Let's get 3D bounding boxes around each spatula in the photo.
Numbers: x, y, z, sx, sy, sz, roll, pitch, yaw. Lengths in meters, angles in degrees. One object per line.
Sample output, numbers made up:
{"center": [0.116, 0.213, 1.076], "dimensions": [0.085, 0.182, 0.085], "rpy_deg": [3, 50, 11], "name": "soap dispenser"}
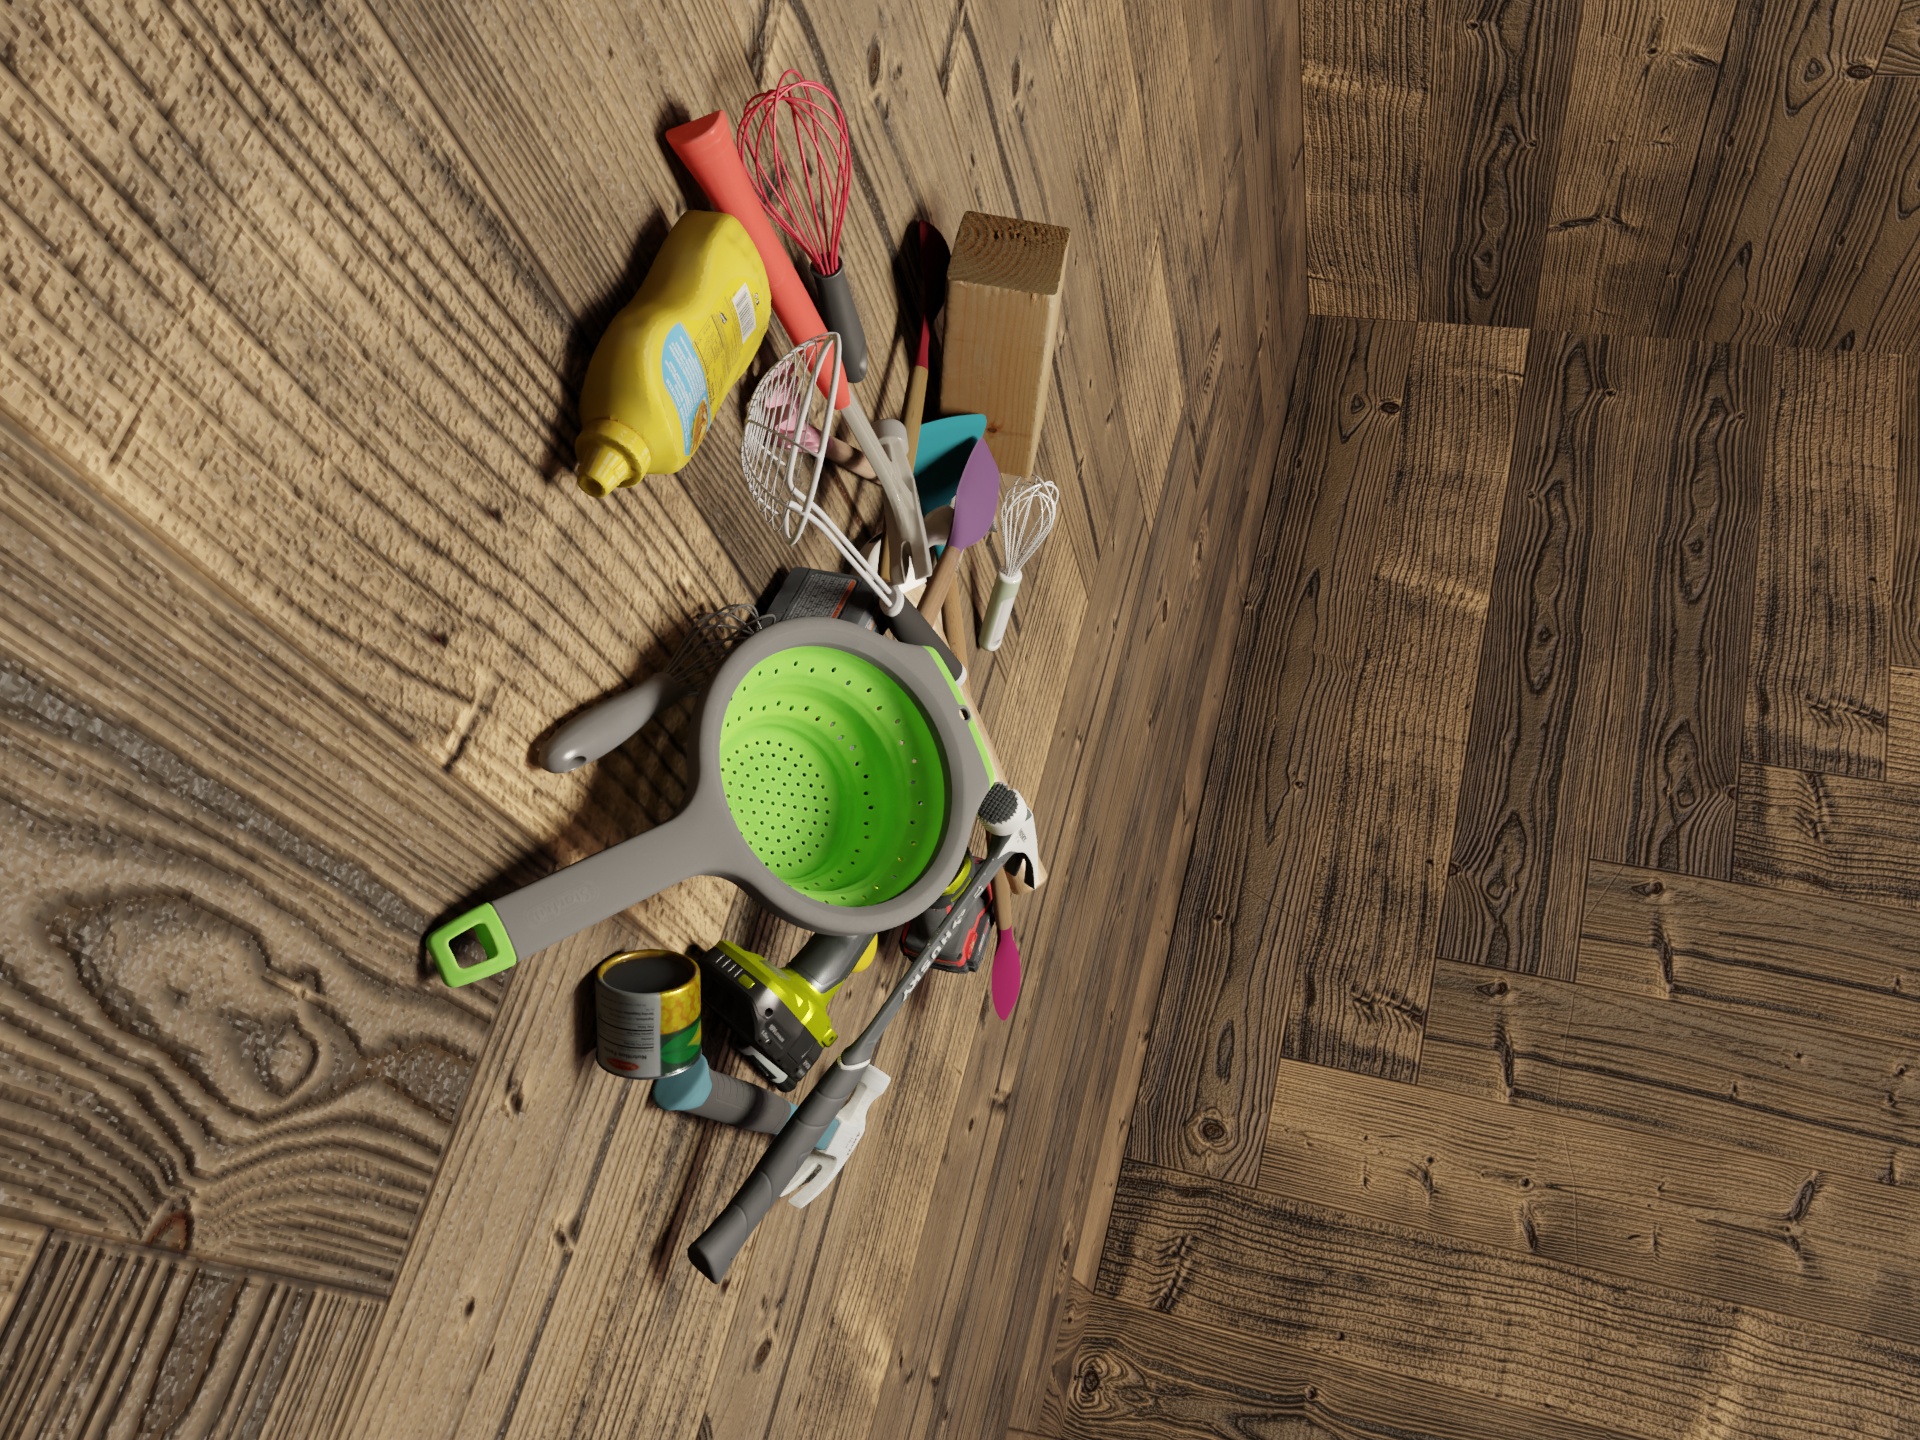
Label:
{"center": [-0.013, -0.115, 1.261], "dimensions": [0.059, 0.018, 0.316], "rpy_deg": [62, 34, -36], "name": "spatula"}
{"center": [-0.004, -0.104, 1.385], "dimensions": [0.082, 0.044, 0.317], "rpy_deg": [-18, 109, -36], "name": "spatula"}

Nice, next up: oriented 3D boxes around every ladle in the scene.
{"center": [-0.039, -0.262, 1.289], "dimensions": [0.069, 0.031, 0.315], "rpy_deg": [58, 39, -71], "name": "ladle"}

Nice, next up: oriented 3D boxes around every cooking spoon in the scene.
{"center": [0.039, 0.174, 1.484], "dimensions": [0.318, 0.017, 0.069], "rpy_deg": [83, 25, -44], "name": "cooking spoon"}

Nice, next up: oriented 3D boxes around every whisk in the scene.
{"center": [0.051, -0.149, 1.562], "dimensions": [0.058, 0.059, 0.246], "rpy_deg": [-26, 153, -28], "name": "whisk"}
{"center": [-0.182, -0.020, 0.983], "dimensions": [0.239, 0.055, 0.055], "rpy_deg": [-42, 138, -57], "name": "whisk"}
{"center": [-0.096, -0.325, 1.092], "dimensions": [0.295, 0.073, 0.073], "rpy_deg": [76, 28, -65], "name": "whisk"}

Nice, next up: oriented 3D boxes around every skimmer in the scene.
{"center": [-0.044, -0.112, 1.055], "dimensions": [0.362, 0.090, 0.127], "rpy_deg": [49, 39, -56], "name": "skimmer"}

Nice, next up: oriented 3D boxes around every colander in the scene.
{"center": [-0.154, 0.070, 0.973], "dimensions": [0.397, 0.094, 0.204], "rpy_deg": [-25, 90, -41], "name": "colander"}

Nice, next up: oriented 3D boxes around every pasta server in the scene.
{"center": [-0.087, -0.206, 1.202], "dimensions": [0.316, 0.040, 0.060], "rpy_deg": [5, 68, -74], "name": "pasta server"}

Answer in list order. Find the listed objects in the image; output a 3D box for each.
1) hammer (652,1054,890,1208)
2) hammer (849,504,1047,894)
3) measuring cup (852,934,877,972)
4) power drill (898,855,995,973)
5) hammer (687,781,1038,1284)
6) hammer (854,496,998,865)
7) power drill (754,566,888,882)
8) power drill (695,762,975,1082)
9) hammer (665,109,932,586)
{"center": [-0.147, 0.304, 1.233], "dimensions": [0.128, 0.033, 0.330], "rpy_deg": [-61, 155, -11], "name": "hammer"}
{"center": [-0.002, -0.004, 1.332], "dimensions": [0.130, 0.031, 0.331], "rpy_deg": [-29, 105, -29], "name": "hammer"}
{"center": [-0.112, 0.207, 1.326], "dimensions": [0.156, 0.029, 0.062], "rpy_deg": [-44, 128, -59], "name": "measuring cup"}
{"center": [-0.017, 0.127, 1.434], "dimensions": [0.219, 0.078, 0.143], "rpy_deg": [77, 28, -57], "name": "power drill"}
{"center": [-0.067, 0.234, 1.174], "dimensions": [0.409, 0.036, 0.149], "rpy_deg": [-54, 157, -11], "name": "hammer"}
{"center": [-0.038, -0.033, 1.443], "dimensions": [0.146, 0.038, 0.411], "rpy_deg": [55, 47, -68], "name": "hammer"}
{"center": [-0.095, -0.005, 1.210], "dimensions": [0.226, 0.084, 0.164], "rpy_deg": [87, 20, -45], "name": "power drill"}
{"center": [-0.088, 0.133, 1.155], "dimensions": [0.228, 0.080, 0.190], "rpy_deg": [-49, 151, -16], "name": "power drill"}
{"center": [-0.097, -0.245, 1.055], "dimensions": [0.358, 0.036, 0.149], "rpy_deg": [59, 18, -53], "name": "hammer"}
